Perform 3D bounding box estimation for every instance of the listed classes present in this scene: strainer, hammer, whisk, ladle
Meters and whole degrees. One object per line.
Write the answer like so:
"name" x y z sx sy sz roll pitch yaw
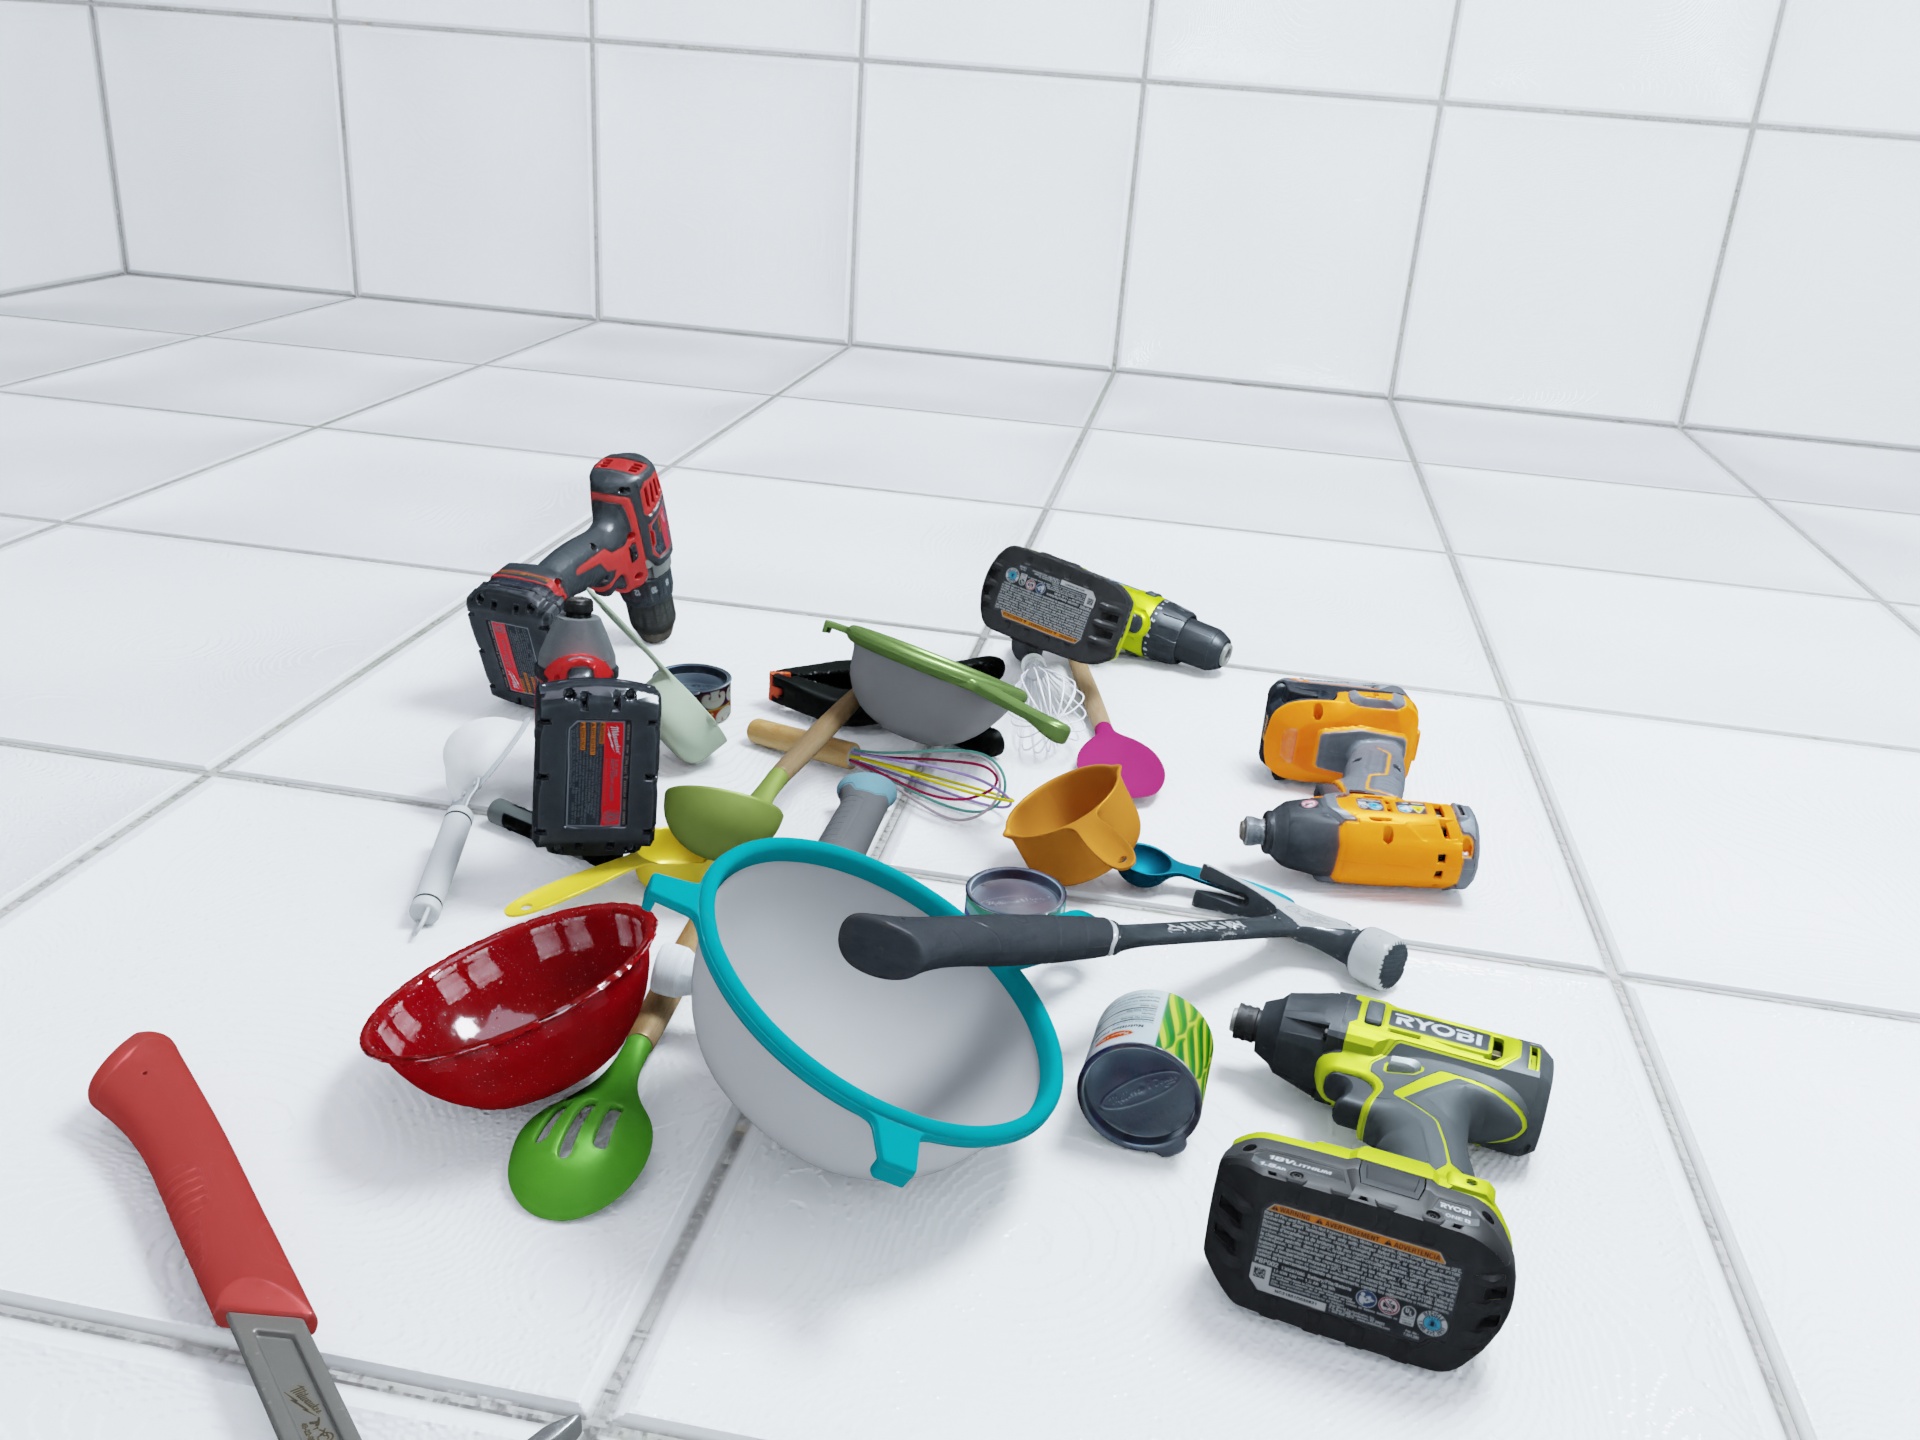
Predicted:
"strainer" -0.342 0.061 1.086 0.050 0.087 0.259 39 22 -24
"hammer" 0.092 0.120 0.913 0.408 0.036 0.149 6 12 -45
"strainer" -0.002 -0.004 1.201 0.151 0.069 0.257 19 6 -34
"whisk" 0.068 -0.039 1.399 0.070 0.070 0.285 3 18 -3
"ladle" -0.122 0.019 1.149 0.078 0.062 0.320 5 21 15
"strainer" -0.025 0.161 0.870 0.211 0.095 0.340 43 22 24
"hammer" -0.308 0.238 0.702 0.149 0.036 0.359 -13 29 -35
"whisk" -0.067 0.031 1.228 0.245 0.051 0.047 14 30 29
"hammer" -0.090 0.106 1.037 0.128 0.033 0.331 16 21 2

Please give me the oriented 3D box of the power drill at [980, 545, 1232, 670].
"power drill" 0.135 -0.095 1.459 0.191 0.080 0.228 23 10 25

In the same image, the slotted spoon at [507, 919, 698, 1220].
"slotted spoon" -0.177 0.169 0.901 0.070 0.031 0.314 3 21 6

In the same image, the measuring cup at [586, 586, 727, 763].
"measuring cup" -0.242 -0.031 1.211 0.038 0.167 0.083 -44 33 -12

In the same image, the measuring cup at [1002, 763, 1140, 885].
"measuring cup" 0.092 0.086 1.062 0.095 0.052 0.174 -31 20 -5

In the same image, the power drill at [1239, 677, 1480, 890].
"power drill" 0.285 0.047 1.202 0.164 0.084 0.227 4 27 1

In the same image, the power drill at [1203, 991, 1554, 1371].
"power drill" 0.205 0.212 0.806 0.171 0.080 0.223 13 20 17

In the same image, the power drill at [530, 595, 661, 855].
"power drill" -0.260 0.000 1.102 0.078 0.143 0.220 1 15 -18

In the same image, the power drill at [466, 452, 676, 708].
"power drill" -0.317 -0.102 1.377 0.080 0.187 0.227 11 42 17

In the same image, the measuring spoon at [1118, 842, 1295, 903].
"measuring spoon" 0.168 0.116 1.105 0.128 0.021 0.042 16 26 5

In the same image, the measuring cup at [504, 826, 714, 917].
"measuring cup" -0.226 0.108 1.037 0.156 0.029 0.062 -21 33 -40

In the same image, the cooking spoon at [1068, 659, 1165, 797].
"cooking spoon" 0.119 -0.002 1.367 0.068 0.017 0.319 -3 24 -3
